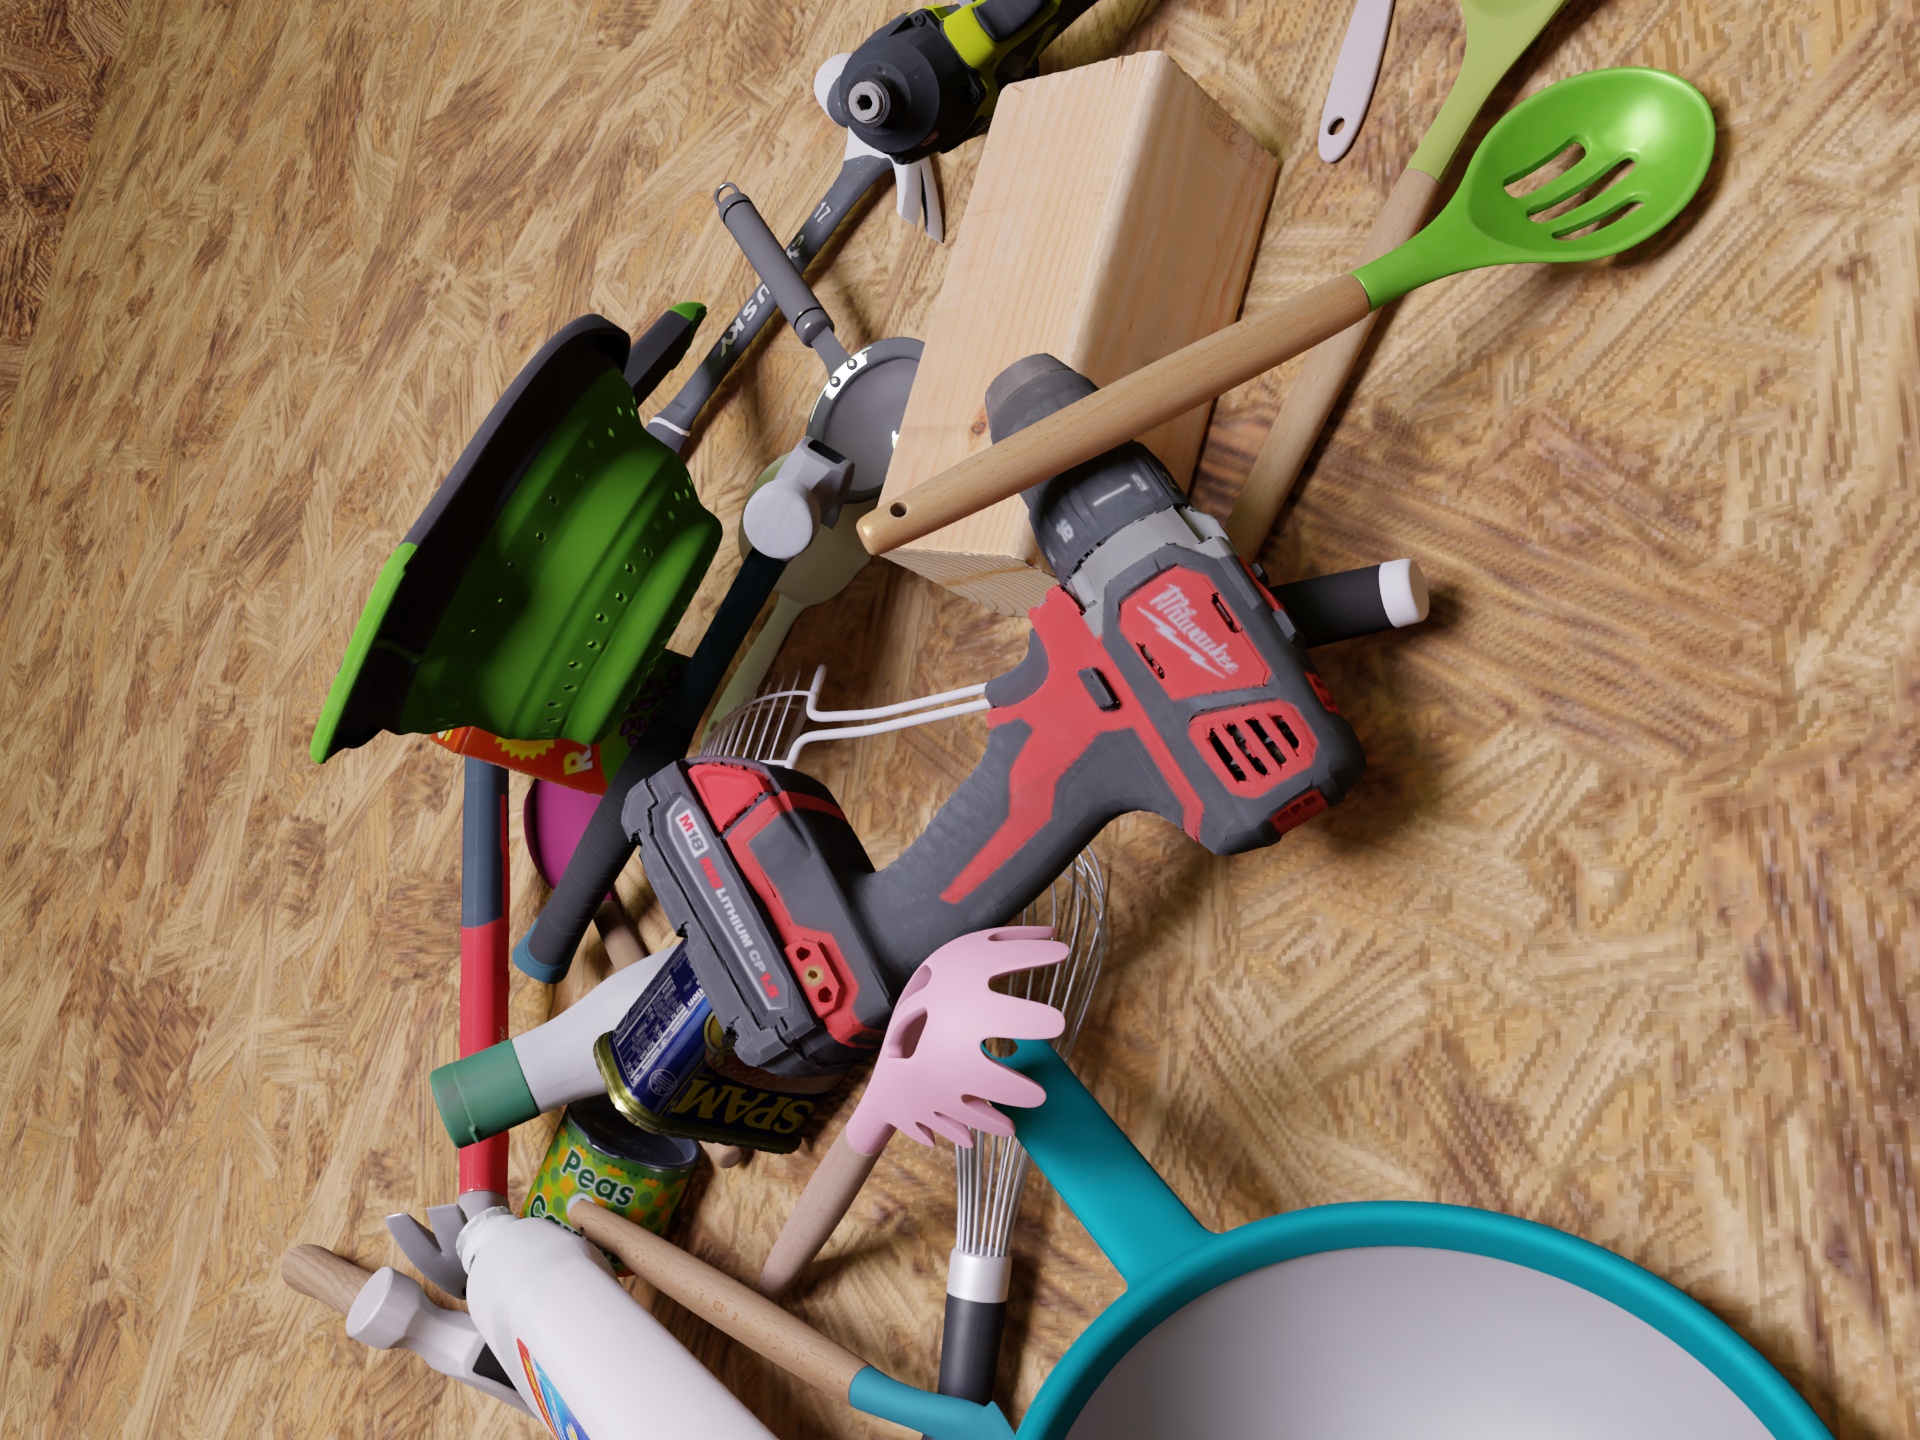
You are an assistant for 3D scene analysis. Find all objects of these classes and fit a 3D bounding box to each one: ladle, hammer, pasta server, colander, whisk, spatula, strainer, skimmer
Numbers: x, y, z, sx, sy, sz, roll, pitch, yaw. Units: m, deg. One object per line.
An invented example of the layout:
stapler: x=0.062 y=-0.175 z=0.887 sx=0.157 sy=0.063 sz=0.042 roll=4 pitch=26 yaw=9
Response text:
ladle: x=0.151 y=-0.181 z=0.587 sx=0.078 sy=0.062 sz=0.320 roll=37 pitch=104 yaw=55
hammer: x=-0.153 y=-0.179 z=0.912 sx=0.409 sy=0.036 sz=0.149 roll=-49 pitch=47 yaw=21
hammer: x=-0.138 y=0.007 z=0.753 sx=0.331 sy=0.033 sz=0.128 roll=-56 pitch=7 yaw=27
pasta server: x=-0.031 y=0.156 z=0.558 sx=0.316 sy=0.040 sz=0.060 roll=116 pitch=165 yaw=-52
hammer: x=-0.254 y=0.100 z=0.836 sx=0.038 sy=0.143 sz=0.387 roll=-10 pitch=58 yaw=-1
colander: x=-0.151 y=-0.101 z=0.731 sx=0.204 sy=0.094 sz=0.397 roll=-54 pitch=11 yaw=32
whisk: x=0.012 y=0.171 z=0.587 sx=0.070 sy=0.070 sz=0.285 roll=-1 pitch=78 yaw=45
spatula: x=-0.061 y=0.237 z=0.579 sx=0.318 sy=0.044 sz=0.082 roll=10 pitch=118 yaw=44
hammer: x=-0.288 y=0.302 z=0.811 sx=0.331 sy=0.130 sz=0.031 roll=-15 pitch=42 yaw=54
strainer: x=-0.067 y=-0.191 z=0.794 sx=0.087 sy=0.050 sz=0.259 roll=-41 pitch=61 yaw=17
strainer: x=0.087 y=0.206 z=0.445 sx=0.211 sy=0.095 sz=0.341 roll=-25 pitch=34 yaw=-15
skimmer: x=0.021 y=0.008 z=0.649 sx=0.363 sy=0.090 sz=0.127 roll=-14 pitch=46 yaw=33

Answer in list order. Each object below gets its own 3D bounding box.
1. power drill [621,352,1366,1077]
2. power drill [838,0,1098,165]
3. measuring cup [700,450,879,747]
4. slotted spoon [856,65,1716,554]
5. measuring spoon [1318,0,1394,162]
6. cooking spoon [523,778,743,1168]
power drill: x=-0.001 y=-0.002 z=0.548 sx=0.226 sy=0.080 sz=0.188 roll=-33 pitch=72 yaw=10
power drill: x=0.049 y=-0.328 z=0.685 sx=0.223 sy=0.080 sz=0.171 roll=-32 pitch=12 yaw=30
measuring cup: x=-0.102 y=-0.061 z=0.805 sx=0.083 sy=0.038 sz=0.167 roll=35 pitch=98 yaw=47
slotted spoon: x=0.107 y=-0.130 z=0.523 sx=0.314 sy=0.031 sz=0.070 roll=-28 pitch=64 yaw=-6
measuring spoon: x=0.162 y=-0.286 z=0.644 sx=0.034 sy=0.018 sz=0.124 roll=10 pitch=82 yaw=47
cooking spoon: x=-0.177 y=0.114 z=0.827 sx=0.068 sy=0.017 sz=0.319 roll=-56 pitch=43 yaw=13
